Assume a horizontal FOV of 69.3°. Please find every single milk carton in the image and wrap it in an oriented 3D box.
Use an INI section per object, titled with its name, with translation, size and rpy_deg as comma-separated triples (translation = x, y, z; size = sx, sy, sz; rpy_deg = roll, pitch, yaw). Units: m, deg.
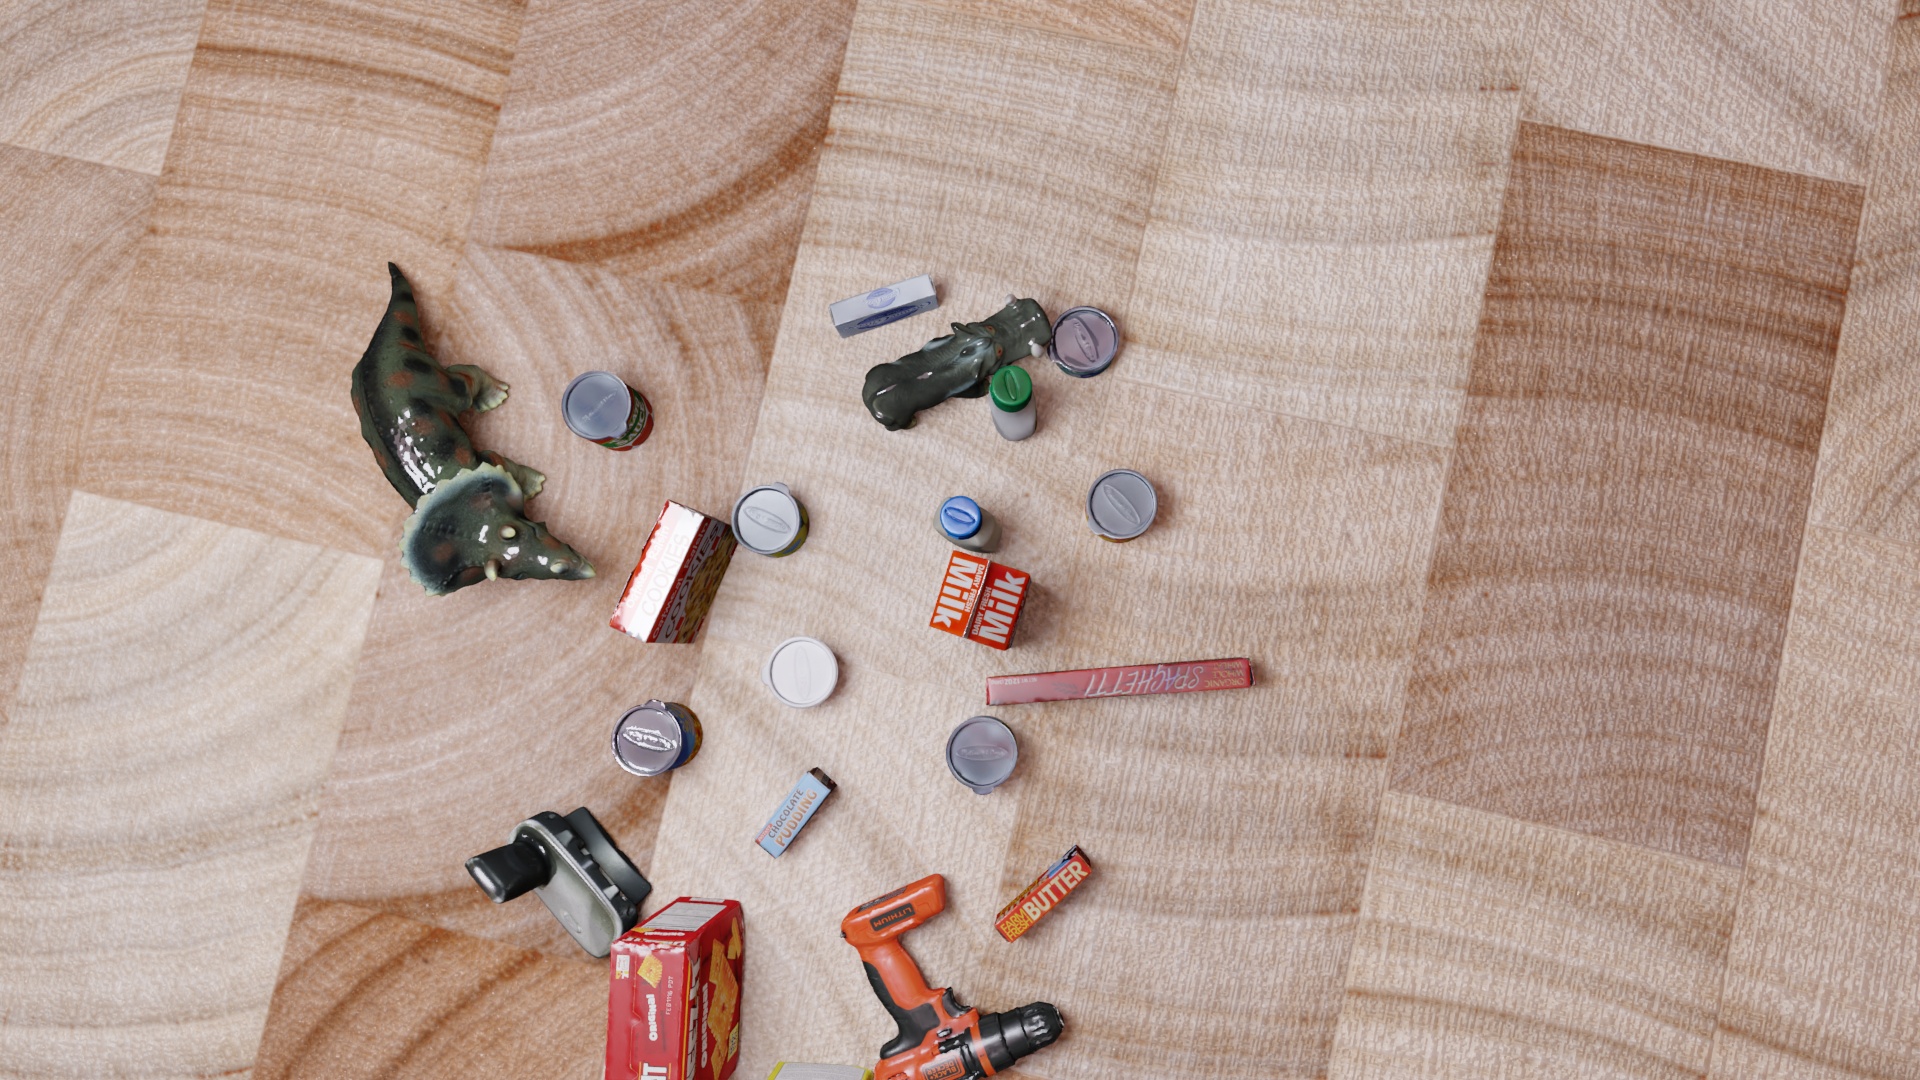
[milk carton]
translation = 0.019, 0.055, 1.252
size = 0.073, 0.190, 0.072
rpy_deg = 18, 87, 4

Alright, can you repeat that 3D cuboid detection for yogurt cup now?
[yogurt cup]
translation = -0.147, 0.125, 1.324
size = 0.072, 0.054, 0.072
rpy_deg = 0, 85, 3

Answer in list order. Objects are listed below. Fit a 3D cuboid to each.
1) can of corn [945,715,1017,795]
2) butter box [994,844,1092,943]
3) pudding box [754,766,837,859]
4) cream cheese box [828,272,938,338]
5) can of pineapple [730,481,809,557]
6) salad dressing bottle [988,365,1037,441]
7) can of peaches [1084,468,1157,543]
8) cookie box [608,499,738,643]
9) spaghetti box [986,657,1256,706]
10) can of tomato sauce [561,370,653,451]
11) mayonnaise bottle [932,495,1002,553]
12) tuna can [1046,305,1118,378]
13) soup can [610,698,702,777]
[can of corn]
translation = 0.021, 0.201, 1.306
size = 0.071, 0.058, 0.071
rpy_deg = 0, 85, 3
[butter box]
translation = 0.077, 0.329, 1.294
size = 0.103, 0.053, 0.024
rpy_deg = -41, 85, -1
[pudding box]
translation = -0.156, 0.257, 1.314
size = 0.030, 0.049, 0.084
rpy_deg = 38, 88, 5
[cream cheese box]
translation = -0.074, -0.228, 1.351
size = 0.104, 0.053, 0.024
rpy_deg = -18, 85, 1
[can of pineapple]
translation = -0.181, -0.019, 1.336
size = 0.071, 0.058, 0.071
rpy_deg = 0, 85, 3
[salad dressing bottle]
translation = 0.048, -0.130, 1.289
size = 0.044, 0.147, 0.064
rpy_deg = -14, 85, 2
[can of peaches]
translation = 0.150, -0.031, 1.320
size = 0.071, 0.058, 0.071
rpy_deg = 0, 85, 3
[cookie box]
translation = -0.259, 0.032, 1.281
size = 0.040, 0.167, 0.123
rpy_deg = 24, 87, 5
[spaghetti box]
translation = 0.149, 0.133, 1.309
size = 0.250, 0.050, 0.028
rpy_deg = -5, 85, 3
[can of tomato sauce]
translation = -0.337, -0.122, 1.341
size = 0.071, 0.083, 0.071
rpy_deg = 0, 85, 3
[mayonnaise bottle]
translation = 0.005, -0.016, 1.281
size = 0.065, 0.148, 0.041
rpy_deg = 22, 87, 5
[tuna can]
translation = 0.117, -0.191, 1.348
size = 0.071, 0.033, 0.071
rpy_deg = 0, 85, 3
[soup can]
translation = -0.284, 0.184, 1.311
size = 0.071, 0.083, 0.071
rpy_deg = 0, 85, 3
